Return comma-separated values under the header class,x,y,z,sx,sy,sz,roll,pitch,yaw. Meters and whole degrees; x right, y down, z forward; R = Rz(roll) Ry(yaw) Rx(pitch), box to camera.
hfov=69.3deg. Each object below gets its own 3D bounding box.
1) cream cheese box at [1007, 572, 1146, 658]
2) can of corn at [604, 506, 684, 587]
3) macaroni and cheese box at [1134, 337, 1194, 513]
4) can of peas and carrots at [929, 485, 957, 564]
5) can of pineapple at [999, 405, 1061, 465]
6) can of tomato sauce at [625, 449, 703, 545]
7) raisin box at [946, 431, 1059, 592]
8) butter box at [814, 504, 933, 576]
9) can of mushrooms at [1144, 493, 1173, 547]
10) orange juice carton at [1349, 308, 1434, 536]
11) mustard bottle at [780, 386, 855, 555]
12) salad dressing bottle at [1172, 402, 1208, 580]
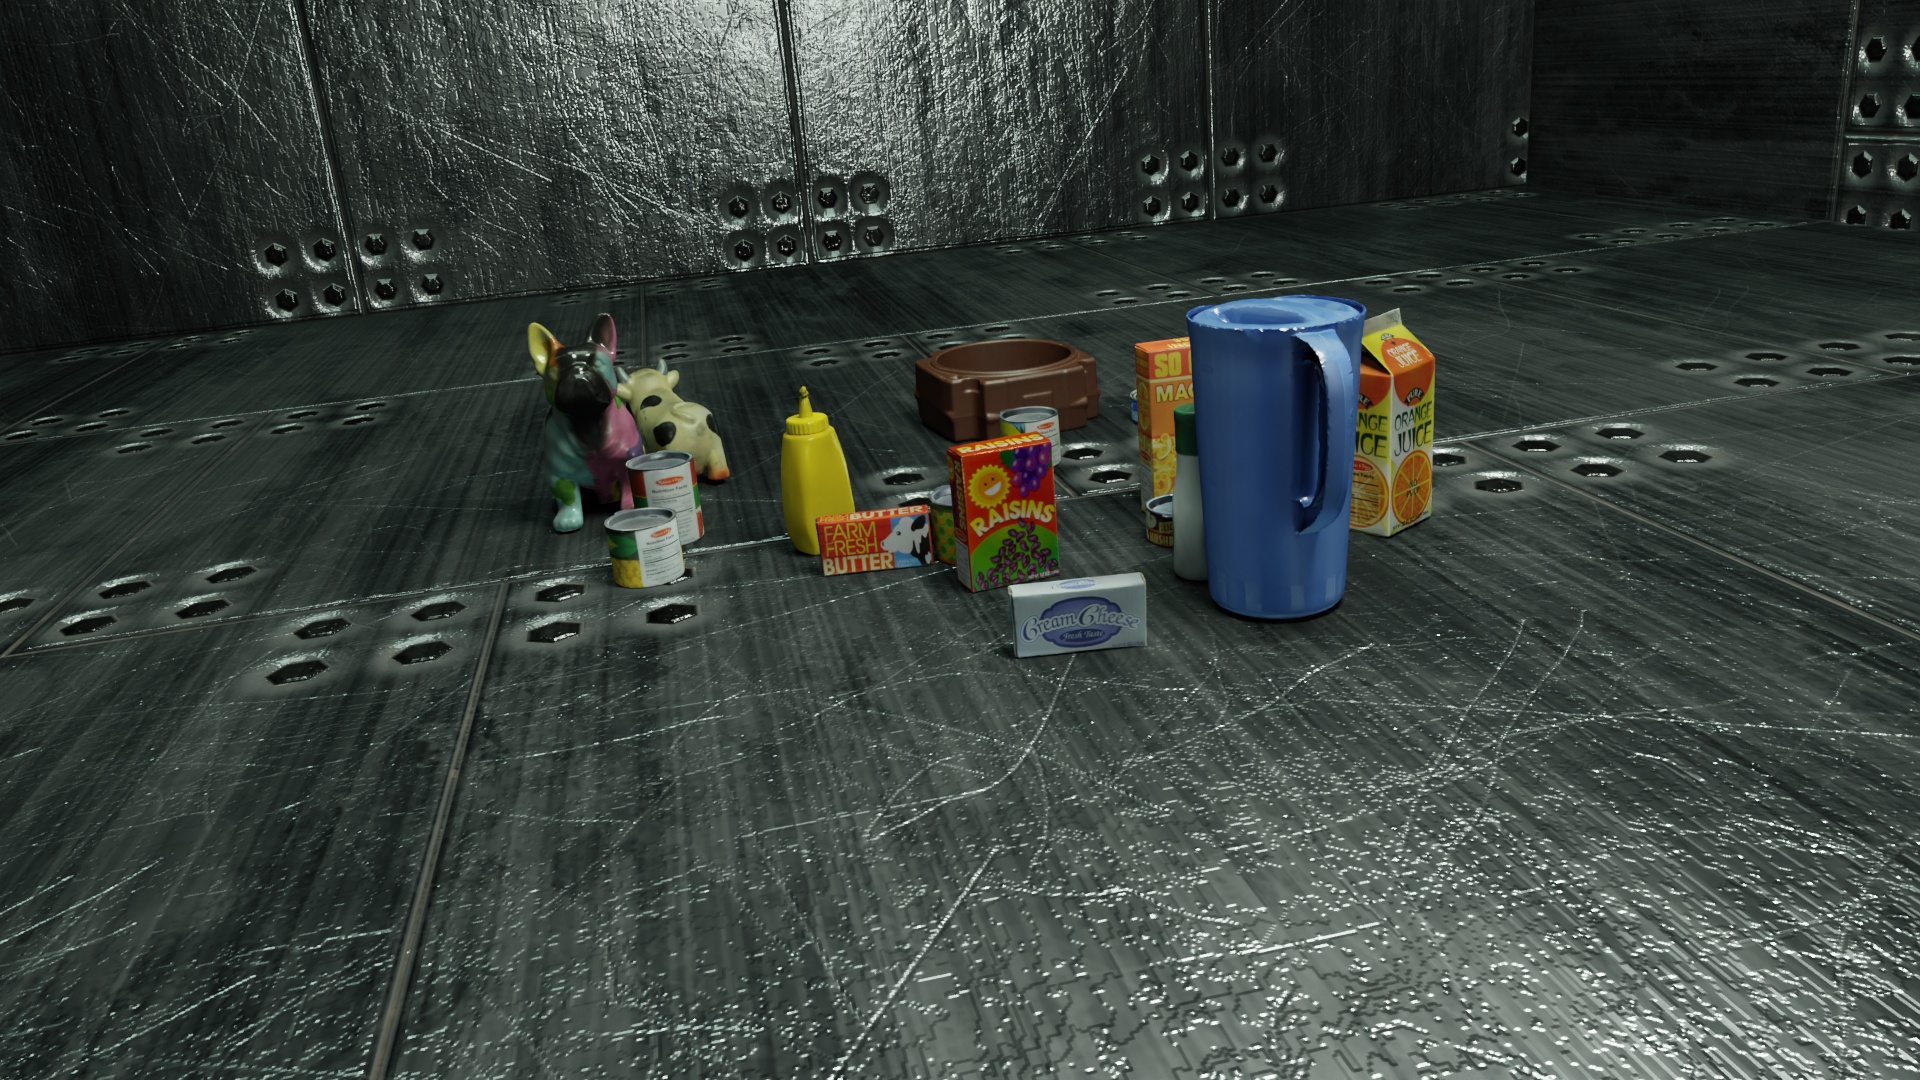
class,x,y,z,sx,sy,sz,roll,pitch,yaw
cream cheese box,0.090,0.057,1.058,0.104,0.053,0.024,-5,19,-2
can of corn,-0.295,0.006,1.293,0.071,0.058,0.071,-4,19,2
macaroni and cheese box,0.234,-0.112,1.335,0.124,0.165,0.040,-9,19,-13
can of peas and carrots,0.005,-0.016,1.281,0.071,0.058,0.071,-4,19,2
can of pineapple,0.077,-0.115,1.549,0.071,0.057,0.071,-4,19,2
can of tomato sauce,-0.295,-0.042,1.393,0.071,0.082,0.071,-4,19,2
raisin box,0.038,-0.025,1.201,0.086,0.123,0.040,-11,19,-17
butter box,-0.078,0.000,1.264,0.103,0.053,0.024,-6,19,-3
can of mushrooms,0.203,-0.019,1.278,0.071,0.033,0.071,-4,19,2
orange juice carton,0.375,-0.108,1.250,0.072,0.192,0.073,-20,24,-38
mustard bottle,-0.139,-0.069,1.315,0.049,0.159,0.065,13,26,43
salad dressing bottle,0.201,-0.042,1.171,0.044,0.147,0.064,6,21,29
